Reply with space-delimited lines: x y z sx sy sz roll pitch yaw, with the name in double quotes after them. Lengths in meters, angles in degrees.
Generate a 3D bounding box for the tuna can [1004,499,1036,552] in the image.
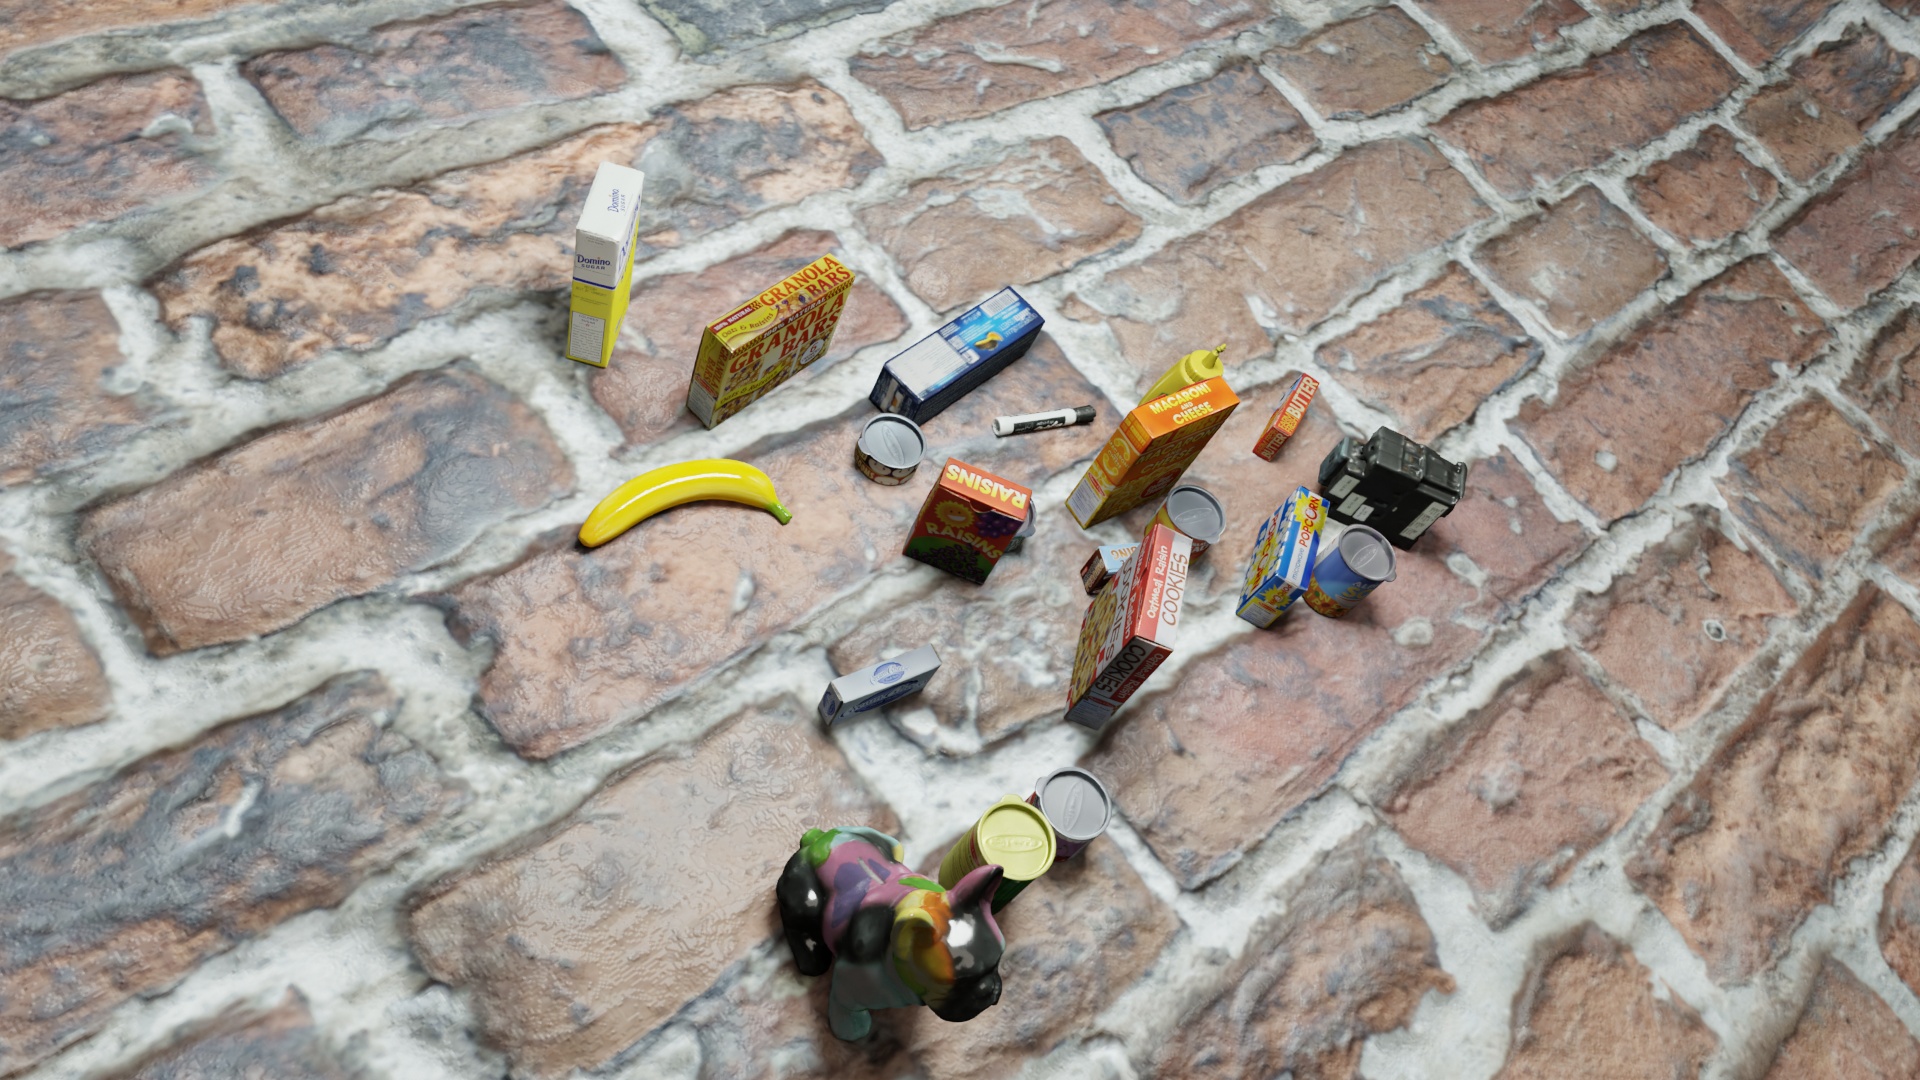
0.041 -0.022 1.365 0.071 0.032 0.071 10 56 -15 "tuna can"

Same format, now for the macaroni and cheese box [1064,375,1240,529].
0.188 -0.087 1.382 0.124 0.165 0.040 -23 70 -32 "macaroni and cheese box"

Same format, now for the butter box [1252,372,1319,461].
0.365 -0.138 1.555 0.024 0.052 0.104 34 53 2 "butter box"

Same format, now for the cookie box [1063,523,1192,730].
0.150 0.080 1.258 0.040 0.166 0.123 21 54 -7 "cookie box"

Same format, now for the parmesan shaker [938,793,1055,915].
0.029 0.259 1.134 0.071 0.102 0.071 10 56 -15 "parmesan shaker"

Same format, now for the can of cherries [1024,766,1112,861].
0.087 0.235 1.200 0.071 0.058 0.072 10 56 -15 "can of cherries"

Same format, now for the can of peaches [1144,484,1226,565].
0.229 -0.012 1.417 0.071 0.057 0.071 10 56 -15 "can of peaches"

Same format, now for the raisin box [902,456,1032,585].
0.005 -0.016 1.291 0.086 0.122 0.040 23 53 -6 "raisin box"

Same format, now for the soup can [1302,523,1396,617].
0.401 0.035 1.437 0.071 0.083 0.072 10 56 -15 "soup can"

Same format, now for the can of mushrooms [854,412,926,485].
-0.071 -0.089 1.365 0.071 0.033 0.071 10 56 -15 "can of mushrooms"

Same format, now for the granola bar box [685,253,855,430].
-0.183 -0.192 1.332 0.039 0.123 0.166 43 54 9 "granola bar box"

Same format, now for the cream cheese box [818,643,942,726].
-0.070 0.126 1.213 0.104 0.053 0.024 -19 67 -30 "cream cheese box"

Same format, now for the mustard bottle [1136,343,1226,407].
0.233 -0.154 1.447 0.065 0.159 0.049 35 53 3 "mustard bottle"

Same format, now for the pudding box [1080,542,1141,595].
0.167 0.027 1.372 0.084 0.049 0.030 -5 61 -24 "pudding box"

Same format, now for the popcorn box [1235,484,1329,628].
0.329 0.017 1.420 0.038 0.084 0.127 27 53 -3 "popcorn box"
